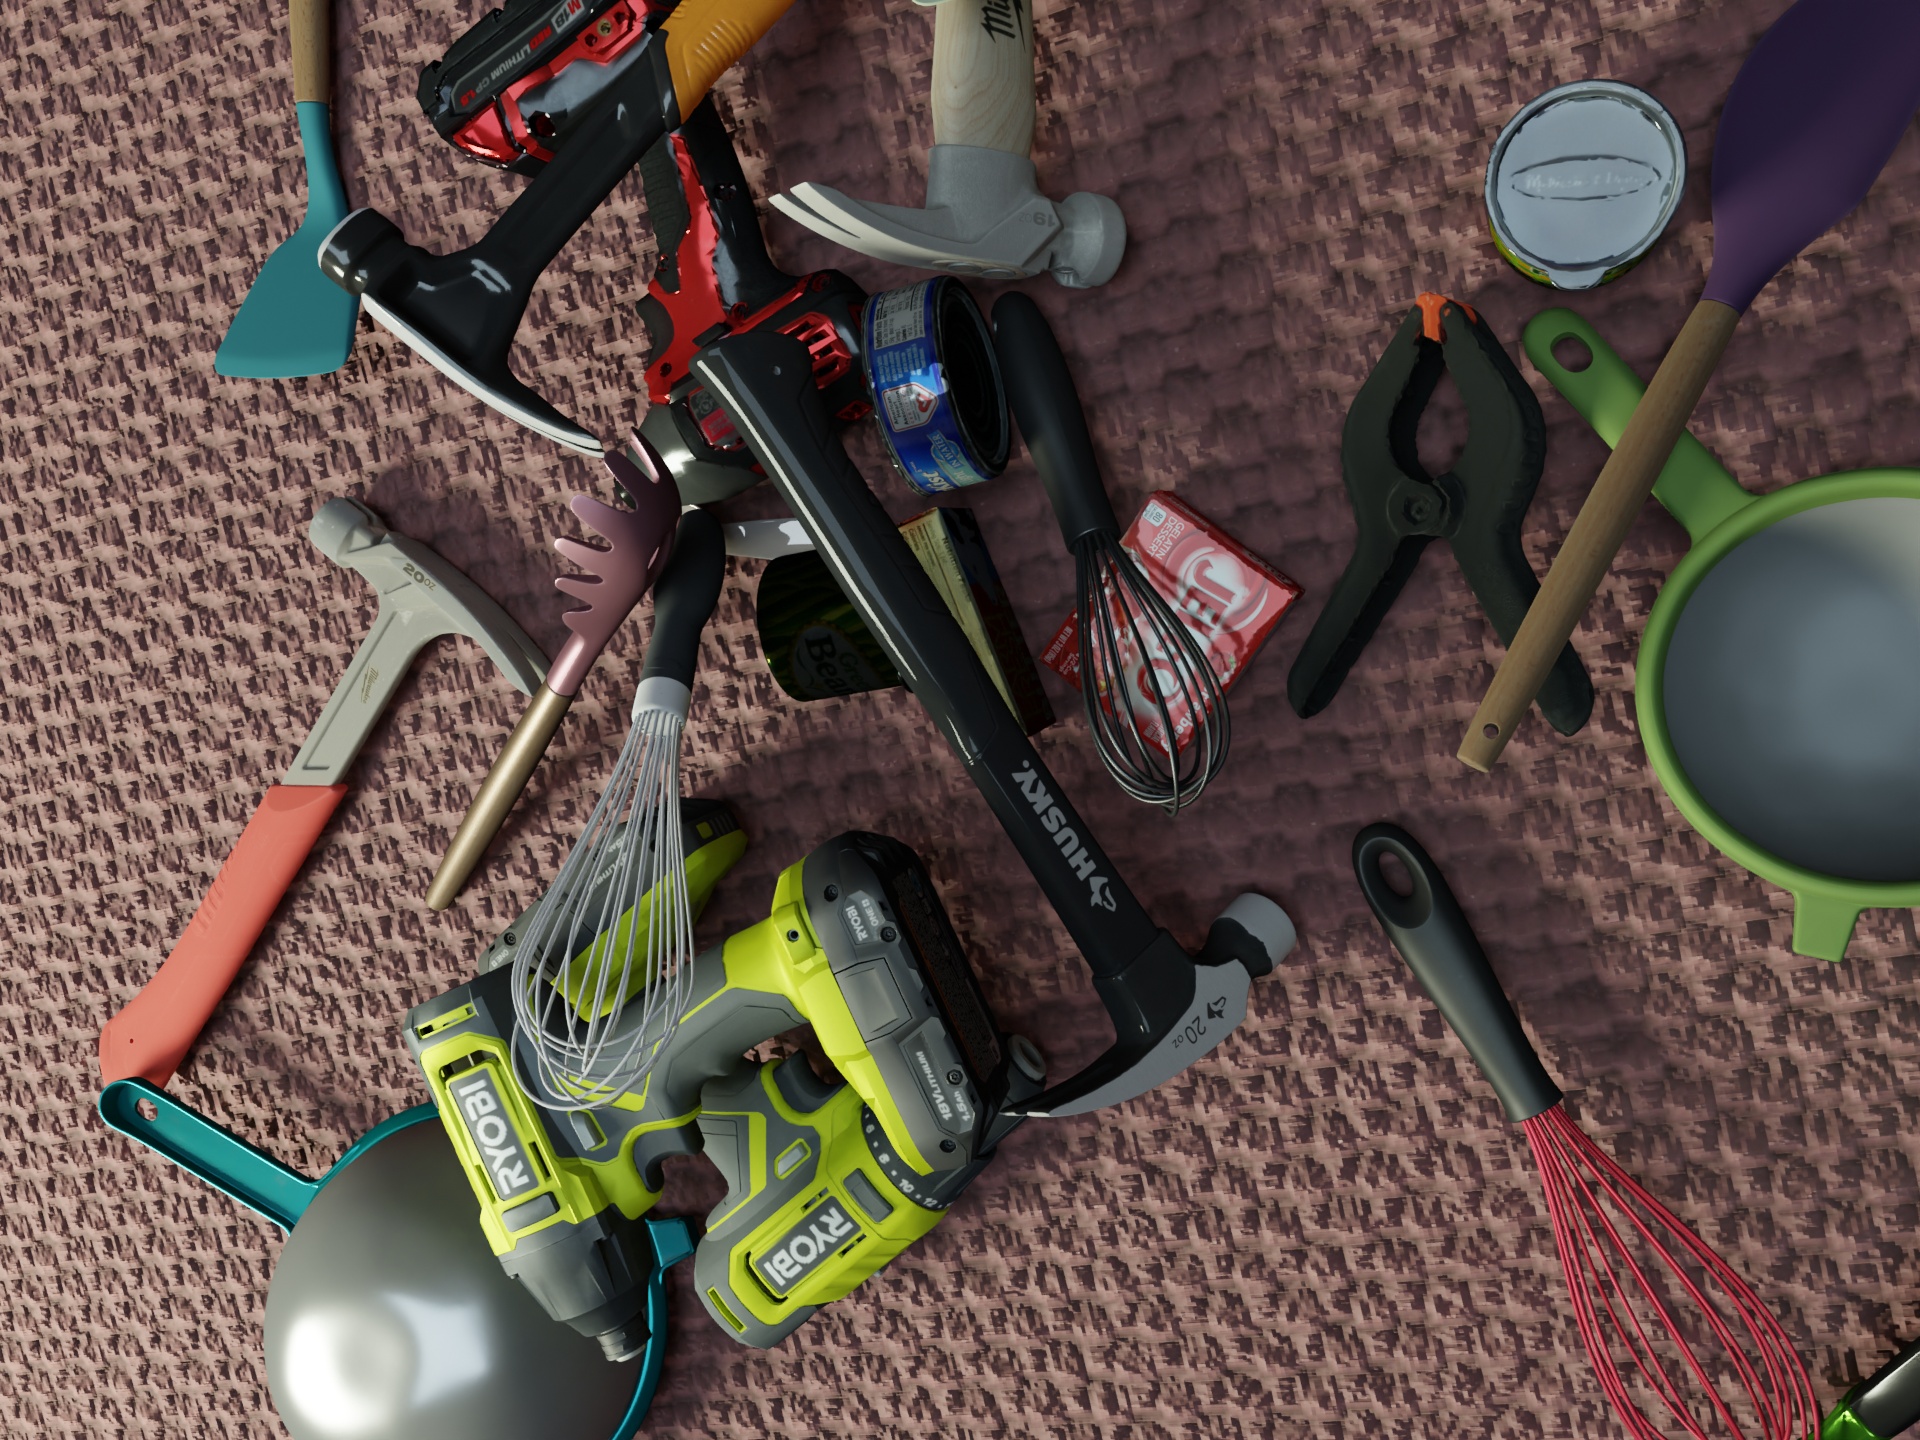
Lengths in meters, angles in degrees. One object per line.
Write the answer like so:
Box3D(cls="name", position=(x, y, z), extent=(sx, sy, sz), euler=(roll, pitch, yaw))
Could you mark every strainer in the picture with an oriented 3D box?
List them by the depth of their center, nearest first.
Box3D(cls="strainer", position=(0.294, -0.049, 0.581), extent=(0.151, 0.069, 0.257), euler=(-39, 67, 15))
Box3D(cls="strainer", position=(-0.313, 0.268, 0.784), extent=(0.340, 0.095, 0.211), euler=(26, 91, 12))

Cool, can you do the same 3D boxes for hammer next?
Box3D(cls="hammer", position=(0.001, -0.381, 0.604), extent=(0.038, 0.146, 0.410), euler=(7, 97, 57))
Box3D(cls="hammer", position=(-0.001, -0.002, 0.615), extent=(0.334, 0.146, 0.035), euler=(57, 148, -7))
Box3D(cls="hammer", position=(-0.094, -0.265, 0.626), extent=(0.127, 0.034, 0.337), euler=(38, 84, -4))
Box3D(cls="hammer", position=(-0.349, 0.068, 0.827), extent=(0.149, 0.036, 0.359), euler=(40, 108, 10))

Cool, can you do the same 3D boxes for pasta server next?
Box3D(cls="pasta server", position=(-0.195, -0.005, 0.714), extent=(0.040, 0.060, 0.316), euler=(34, 130, -8))

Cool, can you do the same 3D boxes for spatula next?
Box3D(cls="spatula", position=(0.255, -0.124, 0.565), extent=(0.060, 0.018, 0.316), euler=(28, 91, 18))
Box3D(cls="spatula", position=(-0.316, -0.323, 0.756), extent=(0.082, 0.044, 0.317), euler=(4, 98, 22))

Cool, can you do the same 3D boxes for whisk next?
Box3D(cls="whisk", position=(0.239, 0.170, 0.629), extent=(0.073, 0.073, 0.296), euler=(-33, 80, 20))
Box3D(cls="whisk", position=(0.052, -0.074, 0.632), extent=(0.055, 0.055, 0.239), euler=(-25, 68, 21))
Box3D(cls="whisk", position=(-0.124, 0.020, 0.635), extent=(0.070, 0.070, 0.285), euler=(-11, 51, 20))

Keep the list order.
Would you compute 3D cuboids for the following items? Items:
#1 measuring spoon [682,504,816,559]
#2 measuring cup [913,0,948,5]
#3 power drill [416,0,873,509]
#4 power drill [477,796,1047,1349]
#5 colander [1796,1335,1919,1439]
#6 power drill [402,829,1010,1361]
Box3D(cls="measuring spoon", position=(-0.083, -0.082, 0.728), extent=(0.124, 0.018, 0.034), euler=(2, 92, 12))
Box3D(cls="measuring cup", position=(0.049, -0.308, 0.601), extent=(0.167, 0.038, 0.083), euler=(-33, 93, -7))
Box3D(cls="power drill", position=(-0.132, -0.204, 0.694), extent=(0.143, 0.078, 0.219), euler=(-30, 91, 20))
Box3D(cls="power drill", position=(-0.090, 0.148, 0.728), extent=(0.190, 0.080, 0.228), euler=(-43, 85, 15))
Box3D(cls="colander", position=(0.392, 0.113, 0.537), extent=(0.095, 0.204, 0.397), euler=(52, 131, 35))
Box3D(cls="power drill", position=(-0.100, 0.154, 0.656), extent=(0.223, 0.080, 0.171), euler=(-25, 89, 11))
